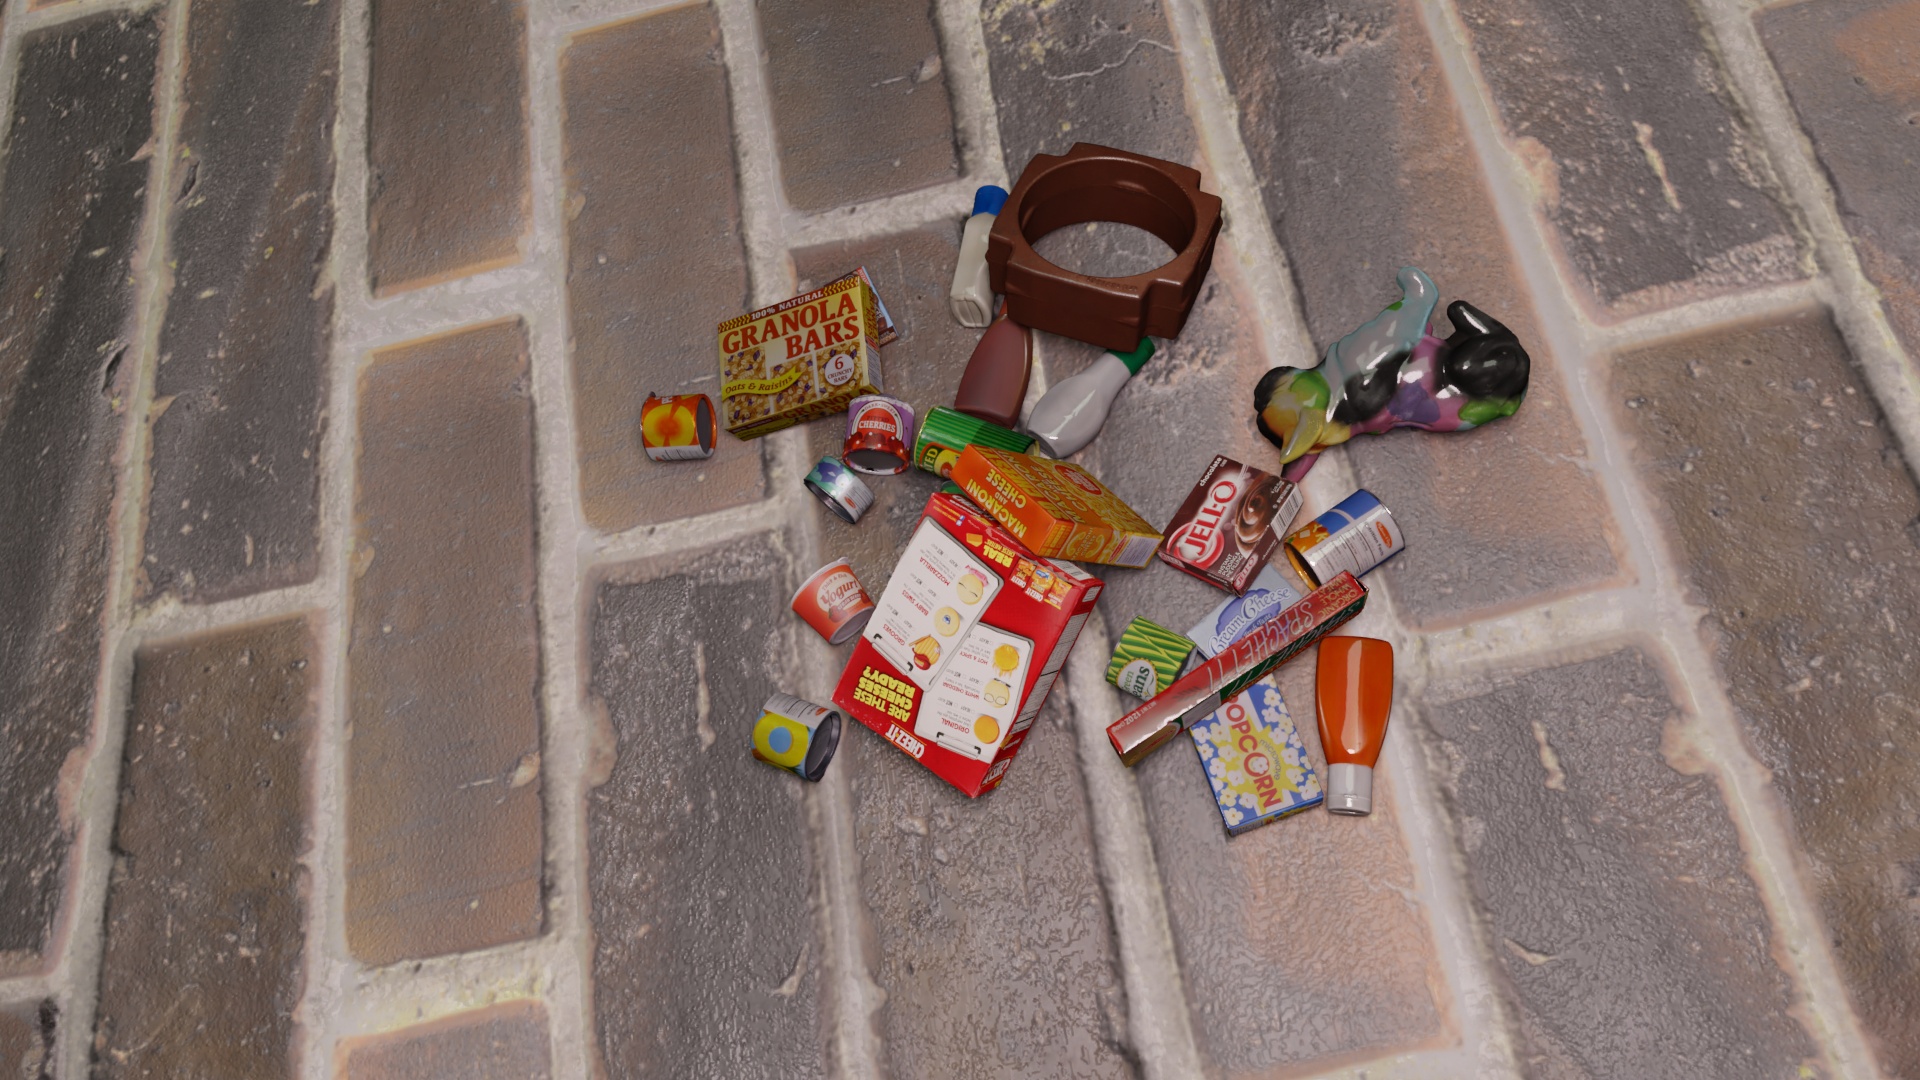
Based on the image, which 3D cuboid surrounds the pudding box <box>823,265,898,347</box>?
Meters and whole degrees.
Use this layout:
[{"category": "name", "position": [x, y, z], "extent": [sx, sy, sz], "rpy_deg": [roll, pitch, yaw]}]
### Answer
[{"category": "pudding box", "position": [-0.103, -0.236, 1.434], "extent": [0.050, 0.030, 0.084], "rpy_deg": [-25, 66, 0]}]

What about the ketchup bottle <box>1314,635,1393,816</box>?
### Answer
[{"category": "ketchup bottle", "position": [0.332, 0.157, 1.179], "extent": [0.065, 0.043, 0.149], "rpy_deg": [3, 69, 14]}]

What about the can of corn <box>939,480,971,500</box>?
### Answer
[{"category": "can of corn", "position": [0.005, -0.016, 1.304], "extent": [0.071, 0.071, 0.058], "rpy_deg": [11, 71, 15]}]

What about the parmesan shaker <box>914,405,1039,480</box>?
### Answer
[{"category": "parmesan shaker", "position": [0.016, -0.084, 1.325], "extent": [0.103, 0.071, 0.071], "rpy_deg": [21, 74, 18]}]

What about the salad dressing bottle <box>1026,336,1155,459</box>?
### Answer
[{"category": "salad dressing bottle", "position": [0.128, -0.144, 1.344], "extent": [0.064, 0.044, 0.148], "rpy_deg": [39, 78, 24]}]

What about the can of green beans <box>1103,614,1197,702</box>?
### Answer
[{"category": "can of green beans", "position": [0.168, 0.107, 1.220], "extent": [0.058, 0.071, 0.071], "rpy_deg": [26, 76, 19]}]

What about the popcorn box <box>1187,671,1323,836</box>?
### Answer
[{"category": "popcorn box", "position": [0.247, 0.179, 1.190], "extent": [0.085, 0.038, 0.127], "rpy_deg": [-20, 66, 3]}]

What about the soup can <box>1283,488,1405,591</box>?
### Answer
[{"category": "soup can", "position": [0.338, 0.003, 1.231], "extent": [0.084, 0.071, 0.071], "rpy_deg": [-33, 66, -2]}]

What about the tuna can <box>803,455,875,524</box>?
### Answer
[{"category": "tuna can", "position": [-0.118, -0.050, 1.342], "extent": [0.071, 0.071, 0.033], "rpy_deg": [36, 78, 22]}]

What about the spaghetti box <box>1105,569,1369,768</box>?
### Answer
[{"category": "spaghetti box", "position": [0.234, 0.108, 1.172], "extent": [0.250, 0.050, 0.029], "rpy_deg": [-33, 65, -4]}]

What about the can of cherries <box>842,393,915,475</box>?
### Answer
[{"category": "can of cherries", "position": [-0.080, -0.103, 1.352], "extent": [0.071, 0.071, 0.058], "rpy_deg": [2, 69, 12]}]

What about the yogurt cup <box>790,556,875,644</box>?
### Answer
[{"category": "yogurt cup", "position": [-0.117, 0.060, 1.298], "extent": [0.072, 0.072, 0.054], "rpy_deg": [-40, 74, -6]}]

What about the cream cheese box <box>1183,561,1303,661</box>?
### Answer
[{"category": "cream cheese box", "position": [0.256, 0.072, 1.239], "extent": [0.104, 0.024, 0.053], "rpy_deg": [-39, 65, -6]}]

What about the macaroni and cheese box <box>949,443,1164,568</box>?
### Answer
[{"category": "macaroni and cheese box", "position": [0.086, -0.028, 1.229], "extent": [0.124, 0.167, 0.040], "rpy_deg": [43, 113, 34]}]

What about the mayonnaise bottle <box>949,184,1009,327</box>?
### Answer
[{"category": "mayonnaise bottle", "position": [0.022, -0.293, 1.418], "extent": [0.041, 0.064, 0.148], "rpy_deg": [3, 65, 16]}]

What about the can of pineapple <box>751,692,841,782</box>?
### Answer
[{"category": "can of pineapple", "position": [-0.149, 0.178, 1.254], "extent": [0.058, 0.070, 0.071], "rpy_deg": [17, 73, 18]}]

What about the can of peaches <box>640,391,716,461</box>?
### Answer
[{"category": "can of peaches", "position": [-0.283, -0.116, 1.400], "extent": [0.058, 0.071, 0.071], "rpy_deg": [-2, 68, 10]}]

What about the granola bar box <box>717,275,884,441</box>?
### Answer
[{"category": "granola bar box", "position": [-0.161, -0.182, 1.398], "extent": [0.165, 0.039, 0.124], "rpy_deg": [-15, 68, 20]}]

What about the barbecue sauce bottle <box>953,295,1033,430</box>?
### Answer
[{"category": "barbecue sauce bottle", "position": [0.043, -0.184, 1.376], "extent": [0.065, 0.043, 0.149], "rpy_deg": [13, 71, 13]}]
